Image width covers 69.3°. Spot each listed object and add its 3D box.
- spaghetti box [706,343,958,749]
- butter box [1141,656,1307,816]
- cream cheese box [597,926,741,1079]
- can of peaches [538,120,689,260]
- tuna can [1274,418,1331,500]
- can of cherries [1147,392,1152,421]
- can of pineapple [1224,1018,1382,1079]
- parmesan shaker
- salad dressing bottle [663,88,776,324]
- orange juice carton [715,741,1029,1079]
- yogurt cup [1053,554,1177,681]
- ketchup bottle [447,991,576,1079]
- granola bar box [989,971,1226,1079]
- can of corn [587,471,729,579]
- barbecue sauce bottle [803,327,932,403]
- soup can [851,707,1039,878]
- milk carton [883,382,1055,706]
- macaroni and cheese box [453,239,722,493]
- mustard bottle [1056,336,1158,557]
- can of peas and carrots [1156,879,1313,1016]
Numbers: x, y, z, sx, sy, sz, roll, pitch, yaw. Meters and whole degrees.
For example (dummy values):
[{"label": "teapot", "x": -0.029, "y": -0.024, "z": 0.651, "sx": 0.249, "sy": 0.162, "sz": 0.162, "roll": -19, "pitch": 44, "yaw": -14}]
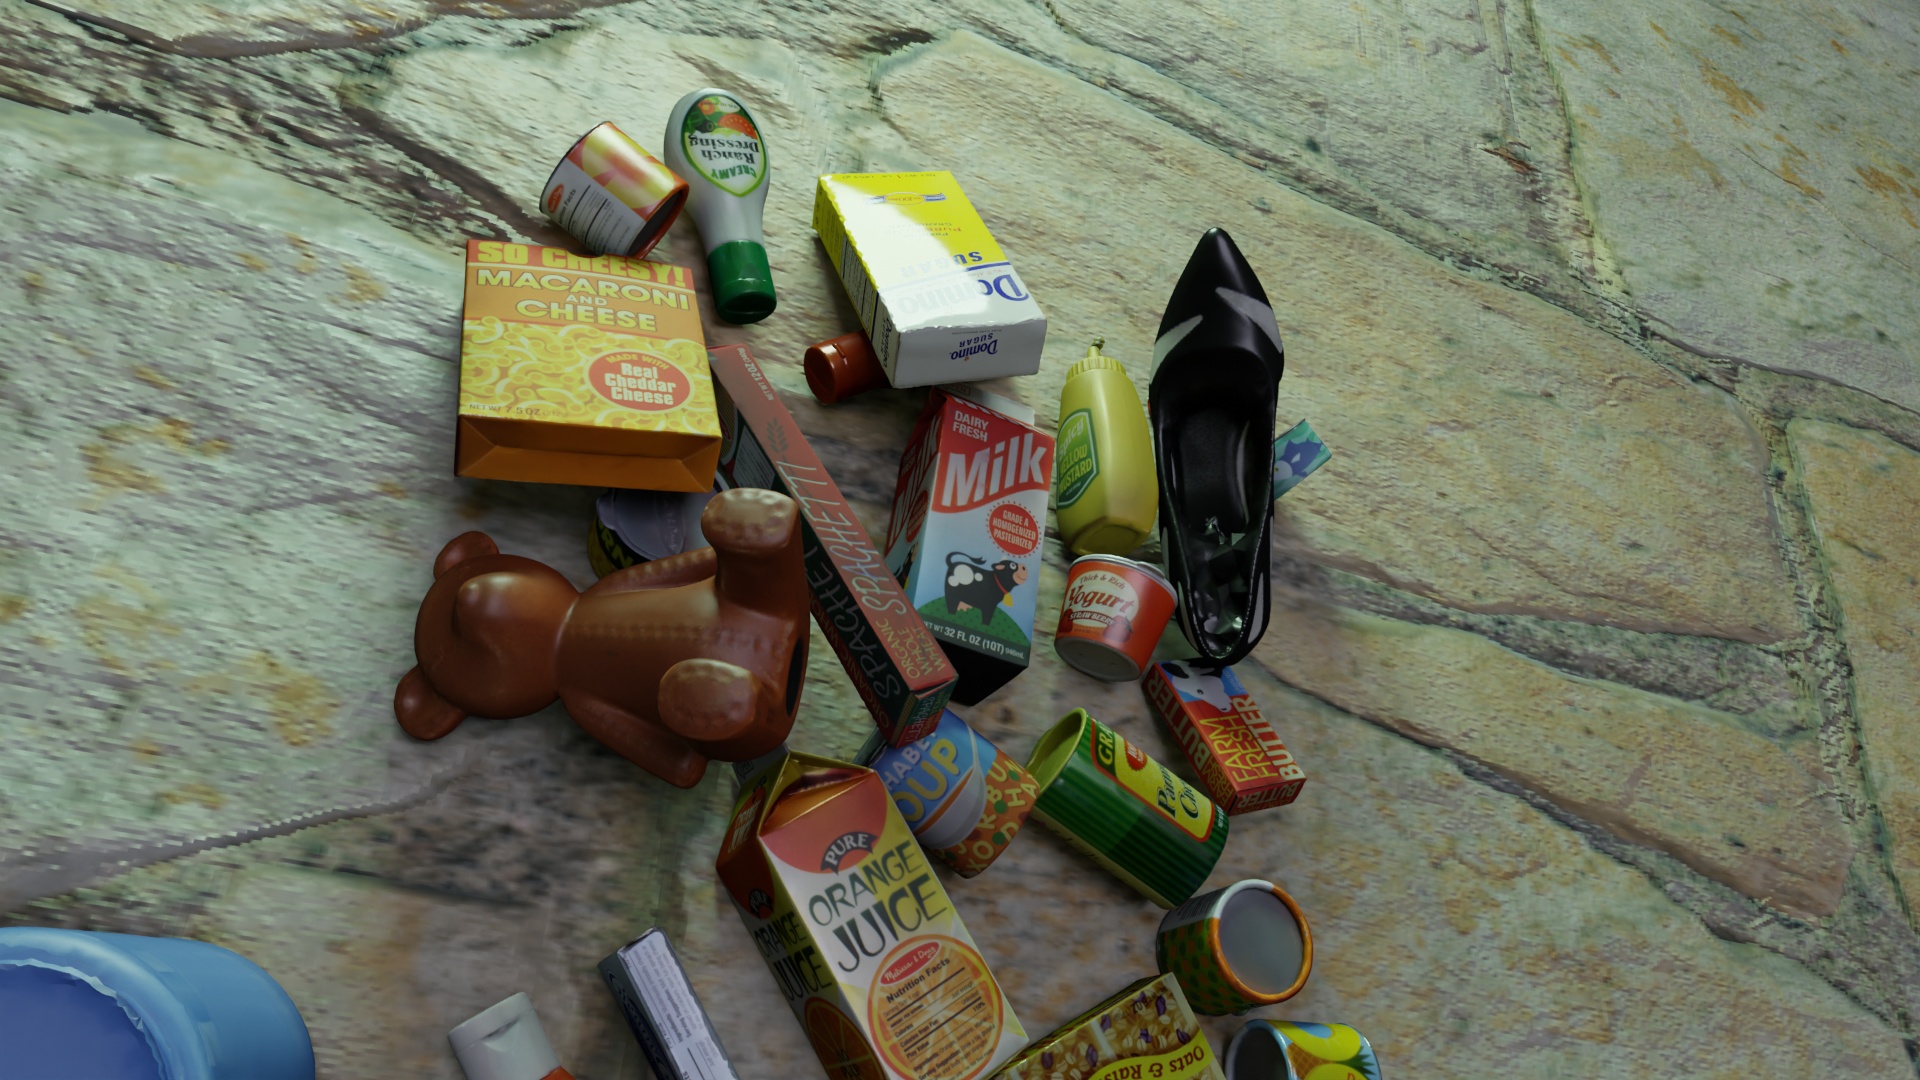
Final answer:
[{"label": "spaghetti box", "x": -0.078, "y": -0.004, "z": 0.733, "sx": 0.029, "sy": 0.049, "sz": 0.251, "roll": -16, "pitch": 56, "yaw": -31}, {"label": "butter box", "x": 0.156, "y": 0.113, "z": 0.825, "sx": 0.053, "sy": 0.024, "sz": 0.104, "roll": -3, "pitch": 44, "yaw": -28}, {"label": "cream cheese box", "x": -0.128, "y": 0.230, "z": 0.632, "sx": 0.024, "sy": 0.053, "sz": 0.104, "roll": -25, "pitch": 78, "yaw": -31}, {"label": "can of peaches", "x": -0.198, "y": -0.199, "z": 0.804, "sx": 0.058, "sy": 0.071, "sz": 0.071, "roll": 38, "pitch": 55, "yaw": -5}, {"label": "tuna can", "x": 0.212, "y": -0.048, "z": 0.931, "sx": 0.071, "sy": 0.070, "sz": 0.033, "roll": -33, "pitch": 84, "yaw": -34}, {"label": "can of cherries", "x": 0.167, "y": -0.100, "z": 0.939, "sx": 0.071, "sy": 0.058, "sz": 0.072, "roll": 10, "pitch": 63, "yaw": -21}, {"label": "can of pineapple", "x": 0.184, "y": 0.293, "z": 0.745, "sx": 0.058, "sy": 0.070, "sz": 0.071, "roll": 11, "pitch": 62, "yaw": -21}, {"label": "parmesan shaker", "x": 0.090, "y": 0.148, "z": 0.775, "sx": 0.103, "sy": 0.071, "sz": 0.072, "roll": 36, "pitch": 56, "yaw": -7}, {"label": "salad dressing bottle", "x": -0.142, "y": -0.203, "z": 0.847, "sx": 0.064, "sy": 0.043, "sz": 0.148, "roll": -3, "pitch": 67, "yaw": -29}, {"label": "orange juice carton", "x": -0.055, "y": 0.184, "z": 0.680, "sx": 0.073, "sy": 0.071, "sz": 0.193, "roll": -25, "pitch": 79, "yaw": -33}, {"label": "yogurt cup", "x": 0.089, "y": 0.048, "z": 0.825, "sx": 0.072, "sy": 0.072, "sz": 0.054, "roll": 28, "pitch": 65, "yaw": -12}, {"label": "ketchup bottle", "x": -0.172, "y": 0.270, "z": 0.597, "sx": 0.065, "sy": 0.043, "sz": 0.149, "roll": -24, "pitch": 78, "yaw": -33}, {"label": "granola bar box", "x": 0.065, "y": 0.311, "z": 0.696, "sx": 0.166, "sy": 0.039, "sz": 0.124, "roll": -18, "pitch": 74, "yaw": -32}, {"label": "can of corn", "x": -0.161, "y": -0.006, "z": 0.730, "sx": 0.071, "sy": 0.058, "sz": 0.071, "roll": 11, "pitch": 62, "yaw": -21}, {"label": "barbecue sauce bottle", "x": -0.026, "y": -0.122, "z": 0.864, "sx": 0.149, "sy": 0.043, "sz": 0.065, "roll": -22, "pitch": 65, "yaw": -32}, {"label": "soup can", "x": -0.010, "y": 0.128, "z": 0.731, "sx": 0.084, "sy": 0.071, "sz": 0.072, "roll": 39, "pitch": 55, "yaw": -5}, {"label": "milk carton", "x": 0.003, "y": -0.010, "z": 0.804, "sx": 0.072, "sy": 0.073, "sz": 0.191, "roll": 20, "pitch": 58, "yaw": -17}, {"label": "macaroni and cheese box", "x": -0.196, "y": -0.095, "z": 0.725, "sx": 0.124, "sy": 0.040, "sz": 0.167, "roll": 4, "pitch": 39, "yaw": -21}, {"label": "mustard bottle", "x": 0.089, "y": -0.067, "z": 0.884, "sx": 0.049, "sy": 0.065, "sz": 0.161, "roll": 16, "pitch": 54, "yaw": -26}, {"label": "can of peas and carrots", "x": 0.153, "y": 0.228, "z": 0.769, "sx": 0.071, "sy": 0.058, "sz": 0.071, "roll": 11, "pitch": 62, "yaw": -21}]
